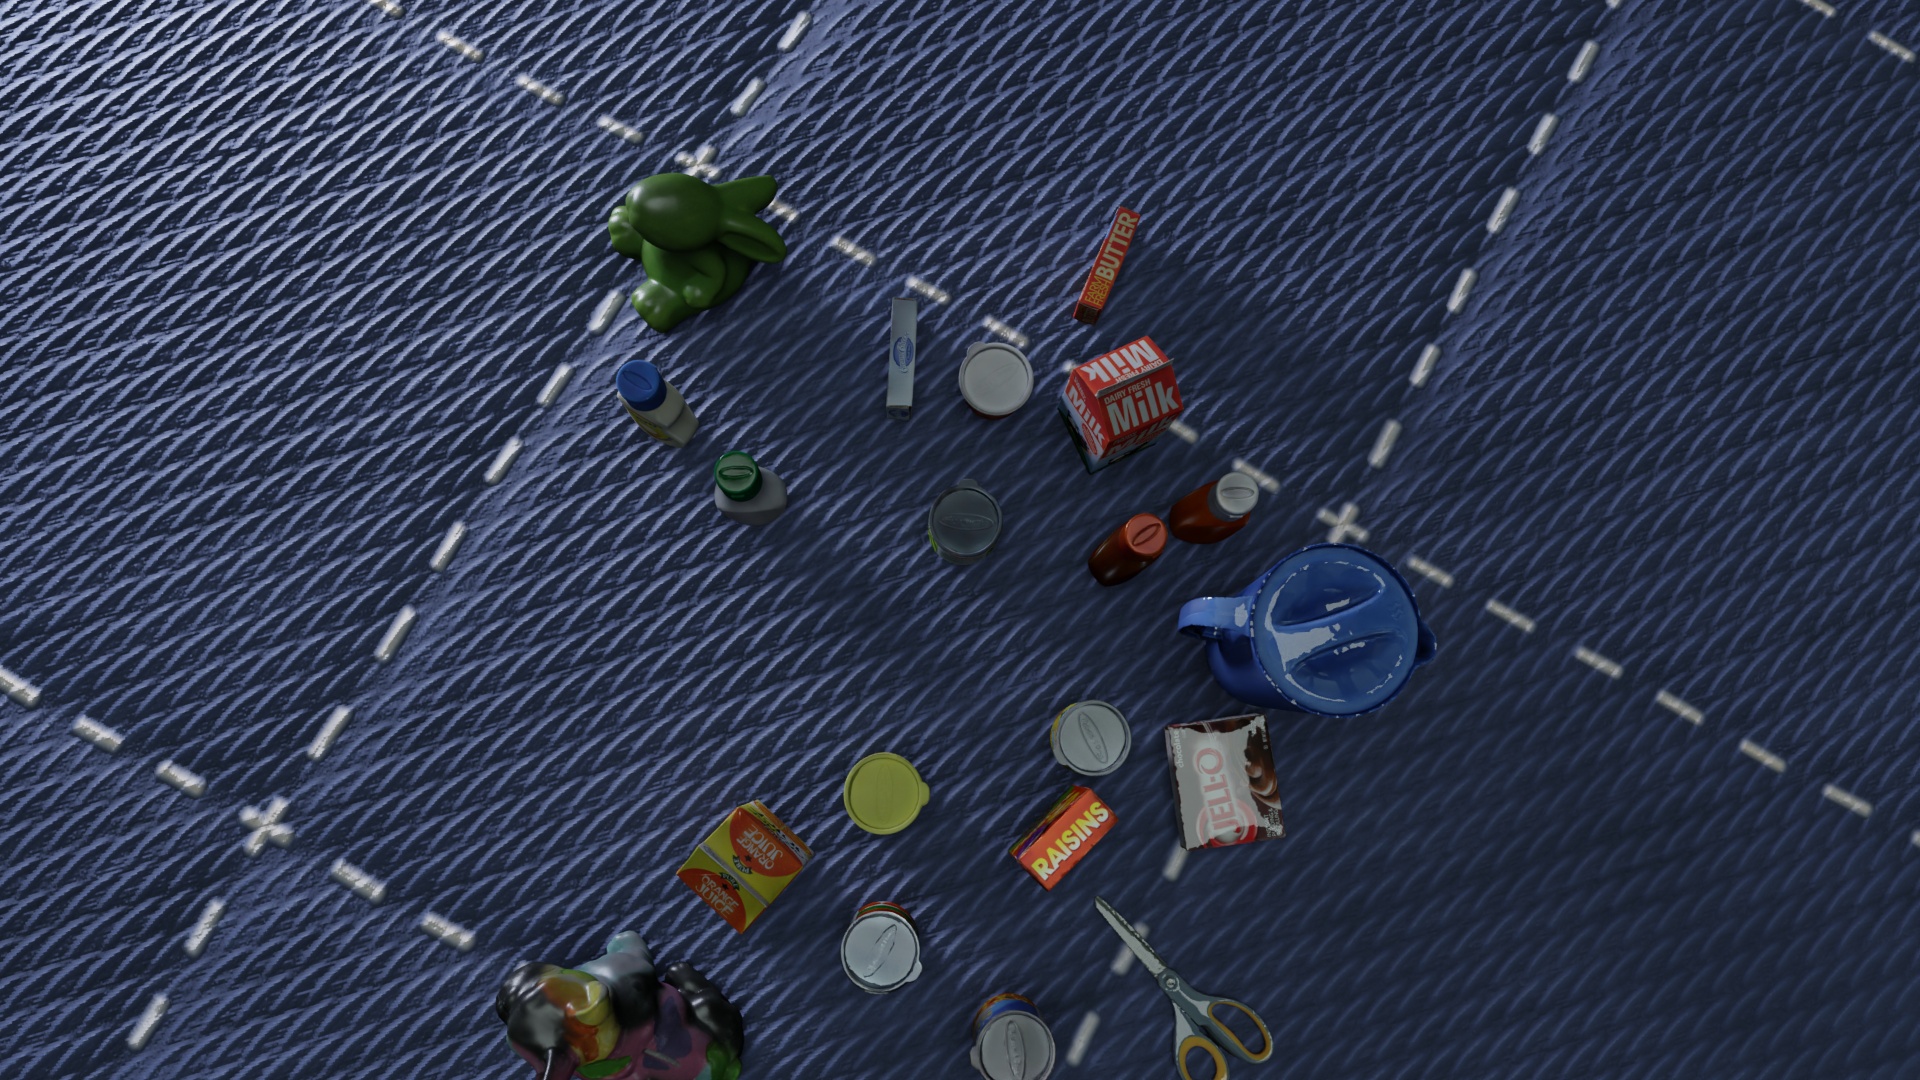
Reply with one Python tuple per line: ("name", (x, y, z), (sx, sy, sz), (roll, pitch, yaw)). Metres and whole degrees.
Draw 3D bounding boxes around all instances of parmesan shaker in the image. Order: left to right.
("parmesan shaker", (-0.063, 0.217, 1.198), (0.071, 0.103, 0.071), (0, 81, -2))

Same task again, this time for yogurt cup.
("yogurt cup", (0.032, -0.143, 1.283), (0.072, 0.054, 0.072), (0, 81, -2))

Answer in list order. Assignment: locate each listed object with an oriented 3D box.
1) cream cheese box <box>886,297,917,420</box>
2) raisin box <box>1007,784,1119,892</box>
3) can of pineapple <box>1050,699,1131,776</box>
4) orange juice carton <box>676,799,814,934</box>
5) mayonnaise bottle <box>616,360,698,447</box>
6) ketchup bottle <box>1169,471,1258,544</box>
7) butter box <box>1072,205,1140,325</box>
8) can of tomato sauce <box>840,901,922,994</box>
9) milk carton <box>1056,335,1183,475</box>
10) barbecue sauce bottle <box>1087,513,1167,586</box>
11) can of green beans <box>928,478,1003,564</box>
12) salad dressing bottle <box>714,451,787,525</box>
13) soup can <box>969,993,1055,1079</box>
("cream cheese box", (-0.054, -0.167, 1.284), (0.024, 0.053, 0.104), (3, 81, -2))
("raisin box", (0.086, 0.252, 1.188), (0.086, 0.123, 0.040), (-43, 85, -7))
("can of pineapple", (0.113, 0.176, 1.234), (0.071, 0.058, 0.071), (0, 81, -2))
("orange juice carton", (-0.175, 0.266, 1.140), (0.072, 0.192, 0.073), (42, 82, 4))
("mayonnaise bottle", (-0.270, -0.122, 1.220), (0.065, 0.148, 0.041), (31, 82, 2))
("ketchup bottle", (0.228, -0.028, 1.225), (0.065, 0.148, 0.043), (-1, 82, -2))
("butter box", (0.137, -0.257, 1.306), (0.024, 0.053, 0.103), (23, 81, 1))
("can of tomato sauce", (-0.066, 0.347, 1.187), (0.071, 0.083, 0.071), (0, 81, -2))
("milk carton", (0.139, -0.120, 1.215), (0.072, 0.190, 0.073), (-25, 83, -6))
("barbecue sauce bottle", (0.151, 0.006, 1.217), (0.065, 0.148, 0.043), (-35, 84, -7))
("can of green beans", (0.004, -0.014, 1.260), (0.071, 0.057, 0.071), (0, 81, -2))
("salad dressing bottle", (-0.186, -0.045, 1.211), (0.064, 0.147, 0.044), (-3, 82, -3))
("soup can", (0.041, 0.425, 1.179), (0.071, 0.083, 0.071), (0, 81, -2))
